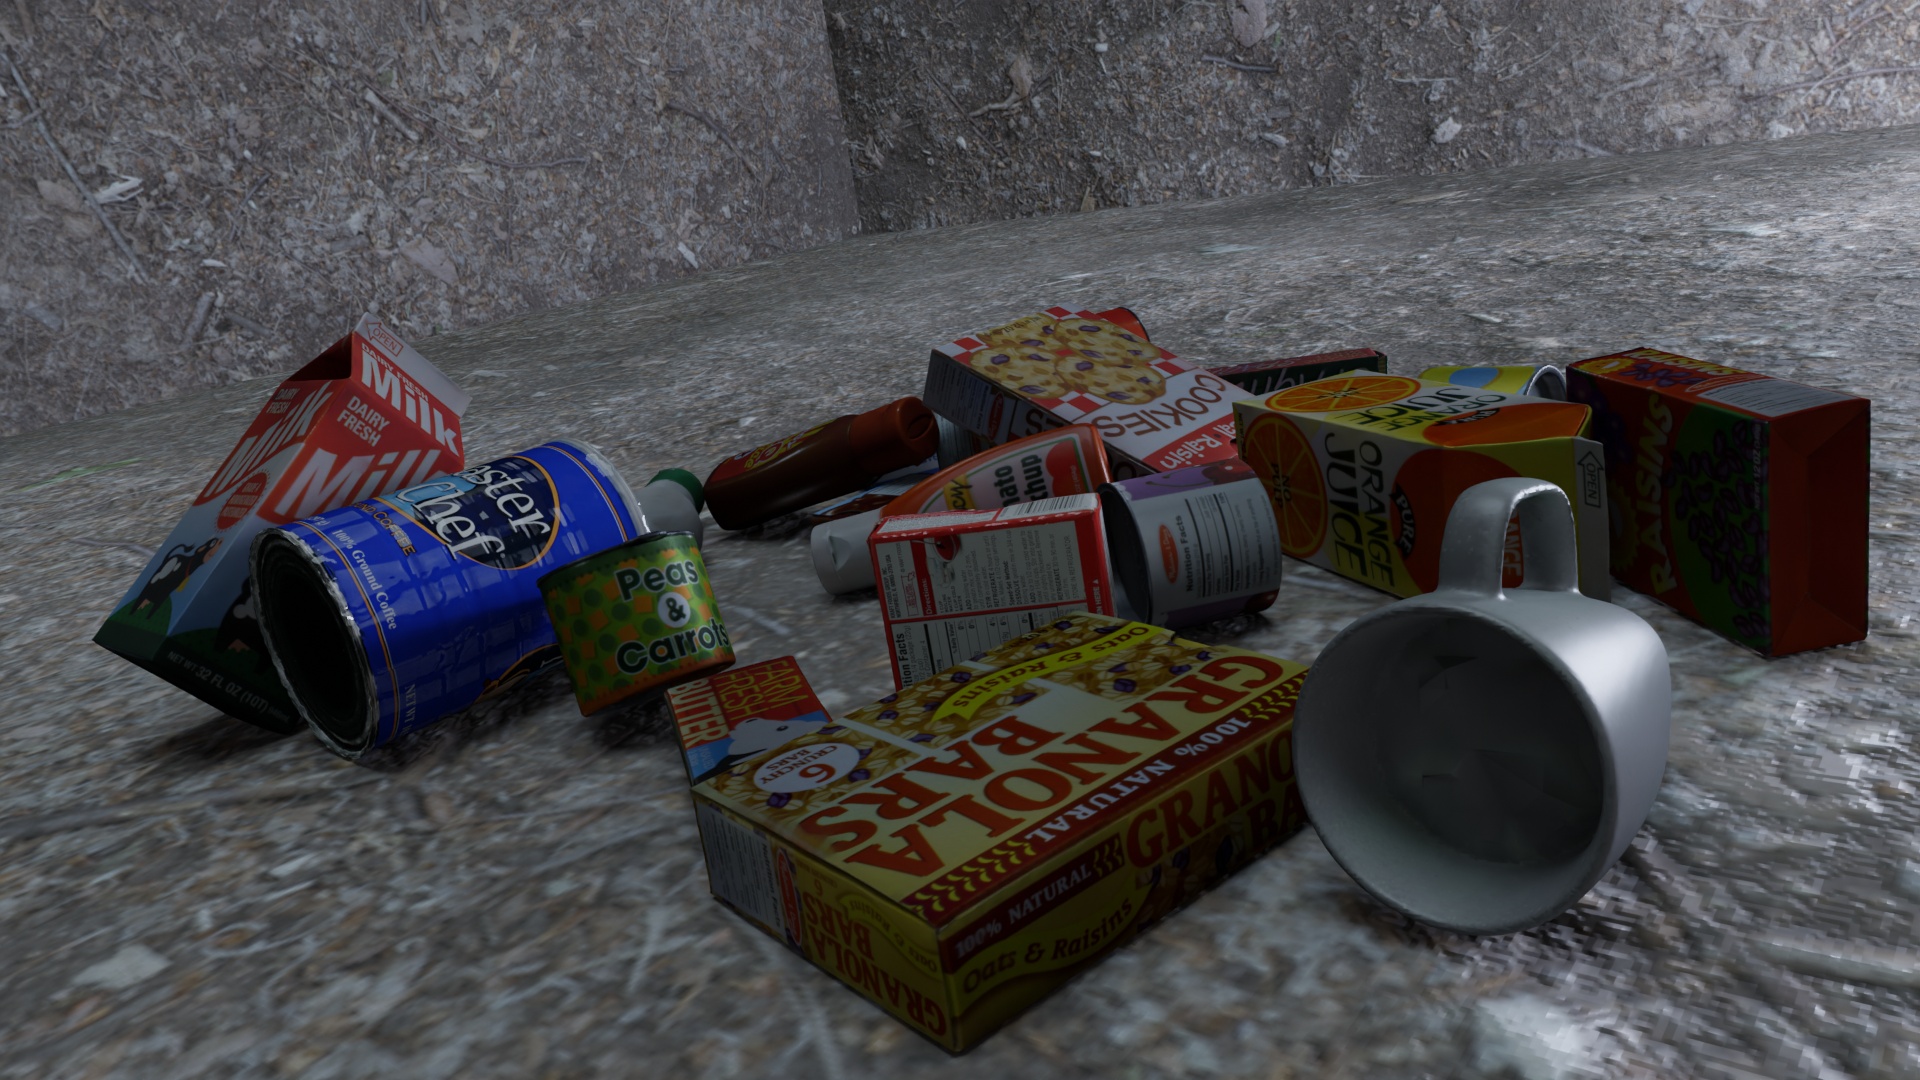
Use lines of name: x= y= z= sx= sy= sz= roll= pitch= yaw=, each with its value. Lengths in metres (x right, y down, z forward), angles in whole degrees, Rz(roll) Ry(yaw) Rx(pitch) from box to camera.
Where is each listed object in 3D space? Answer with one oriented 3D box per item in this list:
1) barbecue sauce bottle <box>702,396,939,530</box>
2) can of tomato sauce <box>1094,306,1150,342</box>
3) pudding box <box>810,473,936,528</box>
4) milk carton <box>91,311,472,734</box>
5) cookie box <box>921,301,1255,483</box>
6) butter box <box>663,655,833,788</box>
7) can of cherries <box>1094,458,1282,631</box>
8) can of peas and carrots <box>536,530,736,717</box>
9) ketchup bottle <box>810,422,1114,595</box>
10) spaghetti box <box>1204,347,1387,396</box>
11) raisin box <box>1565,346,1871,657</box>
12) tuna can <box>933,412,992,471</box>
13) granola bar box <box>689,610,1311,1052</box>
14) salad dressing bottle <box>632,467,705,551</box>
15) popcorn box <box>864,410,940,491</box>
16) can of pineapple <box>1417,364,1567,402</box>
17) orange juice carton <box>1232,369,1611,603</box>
barbecue sauce bottle: x=-0.079 y=-0.045 z=0.806 sx=0.148 sy=0.043 sz=0.065 roll=-16 pitch=17 yaw=36
can of tomato sauce: x=0.089 y=-0.132 z=1.026 sx=0.083 sy=0.071 sz=0.071 roll=-17 pitch=18 yaw=-23
pudding box: x=-0.034 y=-0.011 z=0.753 sx=0.049 sy=0.030 sz=0.084 roll=6 pitch=22 yaw=39
milk carton: x=-0.307 y=-0.013 z=0.657 sx=0.073 sy=0.072 sz=0.191 roll=4 pitch=59 yaw=41
cookie box: x=0.083 y=-0.069 z=0.752 sx=0.168 sy=0.040 sz=0.123 roll=33 pitch=38 yaw=29
butter box: x=-0.074 y=0.073 z=0.501 sx=0.053 sy=0.024 sz=0.103 roll=-15 pitch=17 yaw=-14
can of cherries: x=0.092 y=0.003 z=0.574 sx=0.058 sy=0.071 sz=0.071 roll=-12 pitch=16 yaw=-11
can of peas and carrots: x=-0.130 y=0.034 z=0.566 sx=0.071 sy=0.059 sz=0.071 roll=-20 pitch=-5 yaw=-2
ketchup bottle: x=0.002 y=-0.008 z=0.676 sx=0.149 sy=0.065 sz=0.043 roll=-15 pitch=-10 yaw=10
spaghetti box: x=0.131 y=-0.075 z=0.843 sx=0.250 sy=0.050 sz=0.029 roll=-7 pitch=17 yaw=7
raisin box: x=0.275 y=-0.020 z=0.513 sx=0.040 sy=0.086 sz=0.124 roll=-12 pitch=16 yaw=-4
tuna can: x=0.007 y=-0.053 z=0.812 sx=0.033 sy=0.071 sz=0.071 roll=-8 pitch=16 yaw=8
granola bar box: x=0.021 y=0.074 z=0.421 sx=0.166 sy=0.039 sz=0.124 roll=-21 pitch=21 yaw=-35
salad dressing bottle: x=-0.177 y=-0.010 z=0.804 sx=0.064 sy=0.044 sz=0.148 roll=-11 pitch=15 yaw=2
popcorn box: x=-0.015 y=-0.067 z=0.916 sx=0.127 sy=0.038 sz=0.085 roll=-15 pitch=16 yaw=-19
can of pineapple: x=0.251 y=-0.050 z=0.664 sx=0.058 sy=0.070 sz=0.071 roll=6 pitch=22 yaw=43
orange juice carton: x=0.199 y=-0.022 z=0.587 sx=0.073 sy=0.071 sz=0.193 roll=-15 pitch=17 yaw=-18
